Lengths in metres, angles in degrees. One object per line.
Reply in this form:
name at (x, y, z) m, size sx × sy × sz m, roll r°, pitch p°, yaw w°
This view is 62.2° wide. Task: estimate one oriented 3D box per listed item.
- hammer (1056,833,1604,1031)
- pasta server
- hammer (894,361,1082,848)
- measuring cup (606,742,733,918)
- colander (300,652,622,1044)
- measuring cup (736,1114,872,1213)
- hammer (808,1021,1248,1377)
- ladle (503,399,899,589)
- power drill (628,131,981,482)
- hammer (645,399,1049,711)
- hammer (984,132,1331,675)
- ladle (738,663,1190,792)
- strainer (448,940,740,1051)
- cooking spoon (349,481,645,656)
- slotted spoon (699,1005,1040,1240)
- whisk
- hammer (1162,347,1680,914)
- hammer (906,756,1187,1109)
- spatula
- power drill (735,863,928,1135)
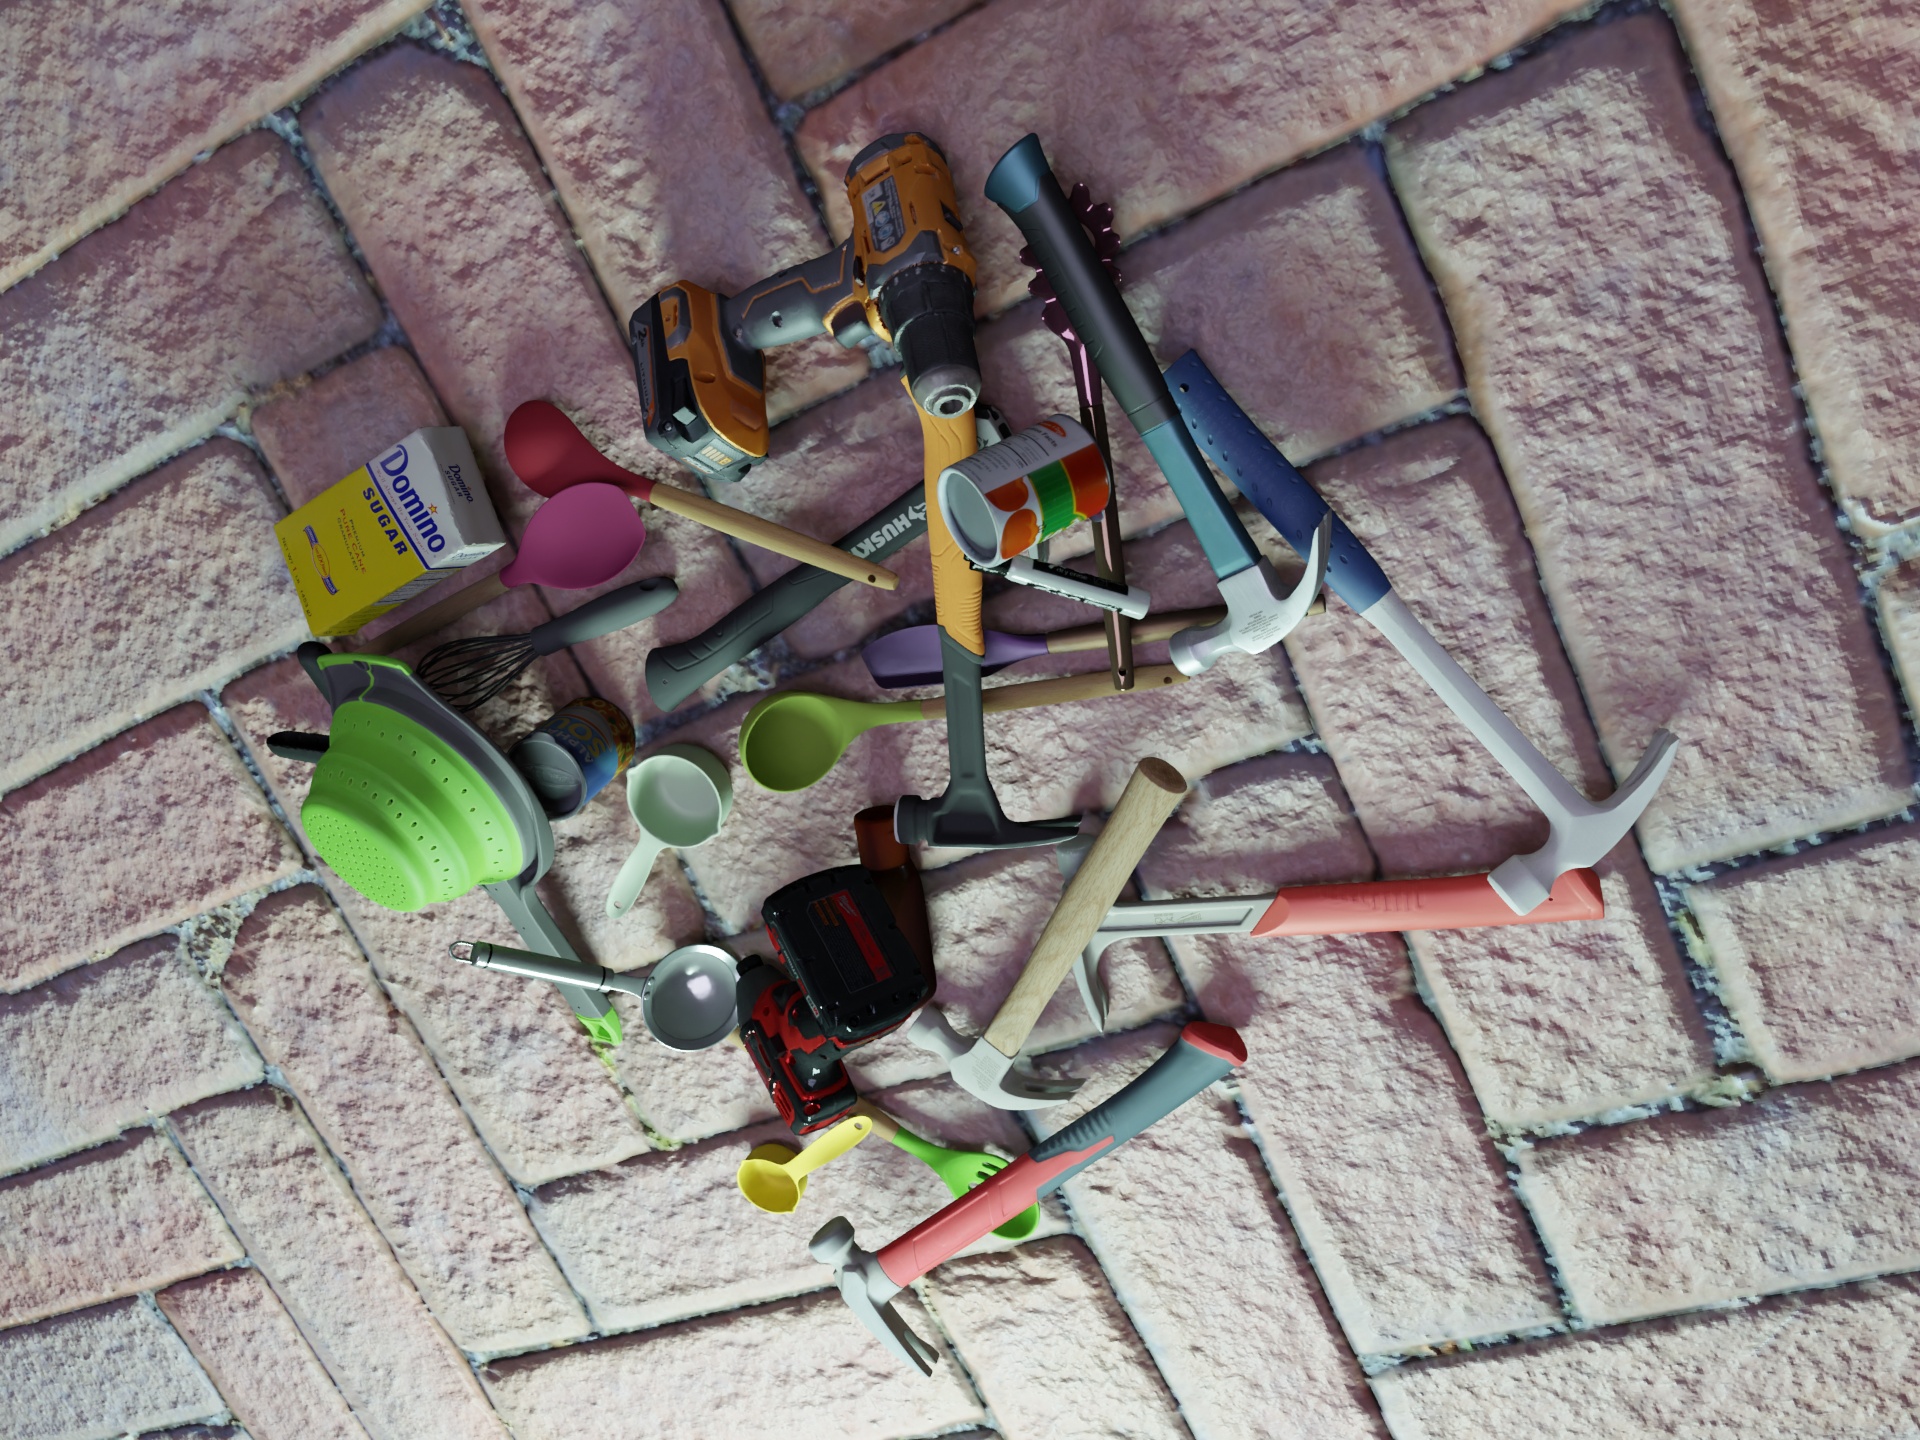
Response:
hammer at (0.248, 0.138, 1.089) m, size 0.359 × 0.037 × 0.149 m, roll -6°, pitch 111°, yaw 19°
pasta server at (0.084, -0.169, 0.992) m, size 0.060 × 0.040 × 0.316 m, roll -6°, pitch 106°, yaw 10°
hammer at (0.007, -0.074, 1.026) m, size 0.127 × 0.034 × 0.336 m, roll 0°, pitch 110°, yaw 13°
measuring cup at (-0.228, 0.086, 1.209) m, size 0.083 × 0.038 × 0.167 m, roll 34°, pitch 120°, yaw 1°
colander at (-0.373, 0.132, 1.187) m, size 0.204 × 0.094 × 0.396 m, roll 4°, pitch 132°, yaw 37°
measuring cup at (-0.120, 0.349, 1.288) m, size 0.156 × 0.029 × 0.062 m, roll -39°, pitch 98°, yaw 29°
hammer at (0.066, 0.356, 1.206) m, size 0.386 × 0.038 × 0.143 m, roll -38°, pitch 92°, yaw 19°
ladle at (-0.184, -0.145, 1.077) m, size 0.315 × 0.031 × 0.069 m, roll 21°, pitch 121°, yaw 15°
power drill at (-0.088, -0.227, 0.965) m, size 0.226 × 0.084 × 0.185 m, roll -25°, pitch 63°, yaw 25°
hammer at (-0.091, -0.095, 1.091) m, size 0.335 × 0.035 × 0.146 m, roll -31°, pitch 100°, yaw 26°
hammer at (0.110, -0.187, 0.941) m, size 0.128 × 0.033 × 0.331 m, roll -24°, pitch 104°, yaw 35°
ladle at (-0.002, -0.003, 1.093) m, size 0.320 × 0.062 × 0.078 m, roll -8°, pitch 126°, yaw 17°
strainer at (-0.265, 0.197, 1.211) m, size 0.258 × 0.050 × 0.087 m, roll 19°, pitch 88°, yaw -33°
cooking spoon at (-0.345, -0.095, 1.154) m, size 0.319 × 0.017 × 0.068 m, roll -21°, pitch 104°, yaw 31°
slotted spoon at (-0.072, 0.313, 1.265) m, size 0.314 × 0.031 × 0.070 m, roll 31°, pitch 117°, yaw 4°
whisk at (-0.308, -0.057, 1.166) m, size 0.239 × 0.055 × 0.055 m, roll -20°, pitch 106°, yaw 19°
hammer at (0.268, -0.071, 0.983) m, size 0.144 × 0.035 × 0.405 m, roll -42°, pitch 93°, yaw 12°
hammer at (0.073, 0.156, 1.115) m, size 0.130 × 0.031 × 0.331 m, roll 36°, pitch 126°, yaw 13°
spatula at (0.083, -0.057, 1.061) m, size 0.316 × 0.018 × 0.059 m, roll -7°, pitch 138°, yaw 18°
power drill at (-0.109, 0.201, 1.156) m, size 0.143 × 0.078 × 0.219 m, roll 59°, pitch 148°, yaw 21°
